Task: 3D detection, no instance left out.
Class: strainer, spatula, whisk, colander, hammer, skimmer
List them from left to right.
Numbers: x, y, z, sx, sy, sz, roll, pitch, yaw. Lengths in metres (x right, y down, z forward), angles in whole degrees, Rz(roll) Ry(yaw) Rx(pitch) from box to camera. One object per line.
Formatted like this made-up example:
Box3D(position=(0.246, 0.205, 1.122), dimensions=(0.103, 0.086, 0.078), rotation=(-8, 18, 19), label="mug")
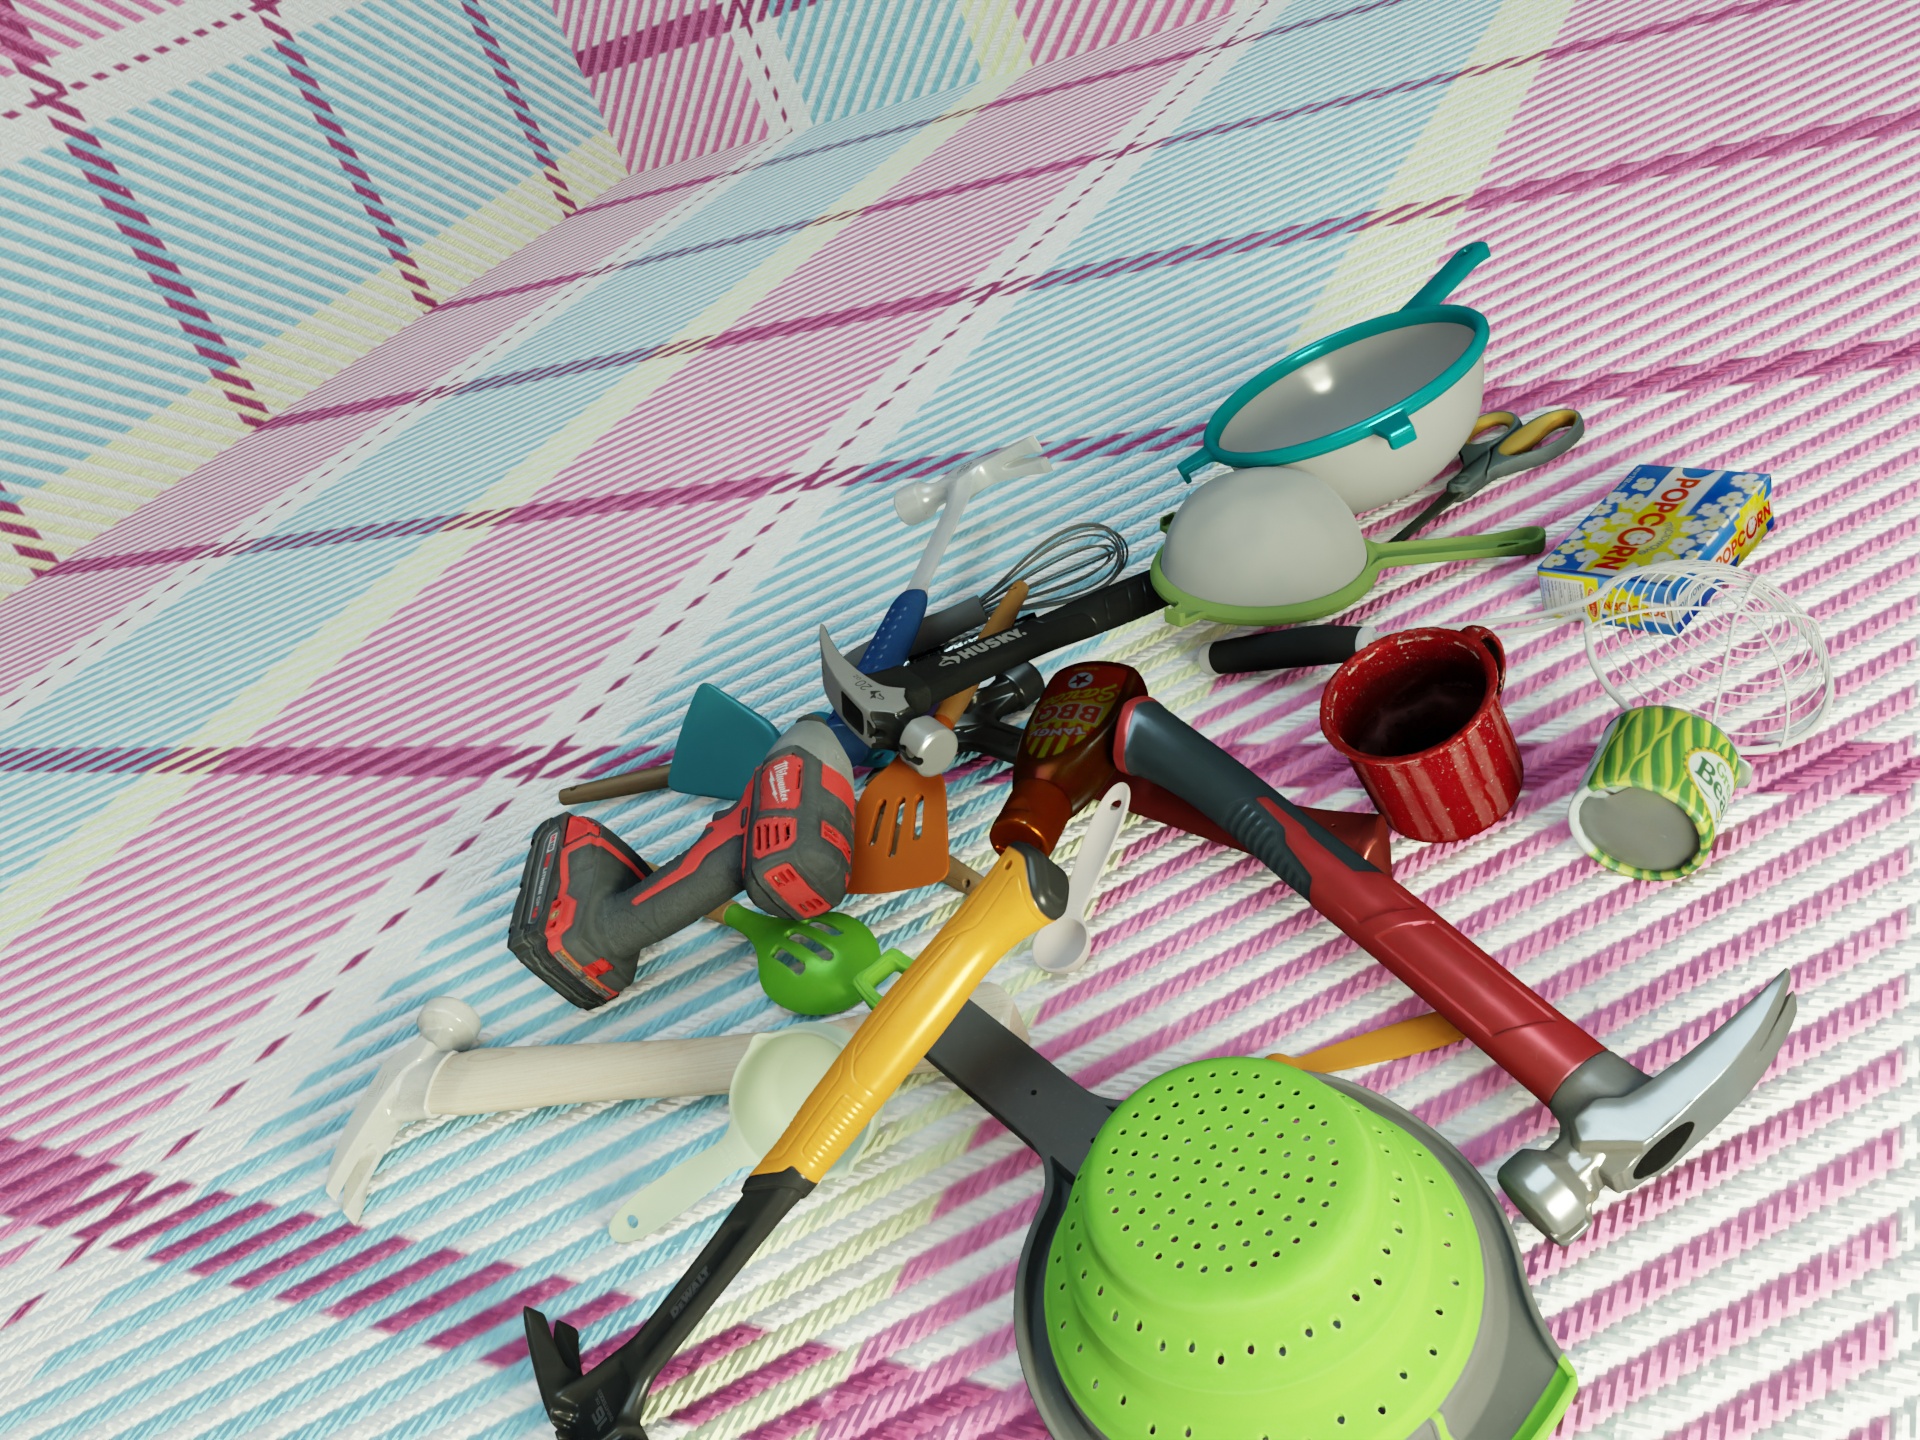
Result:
Box3D(position=(-0.161, 0.200, 0.881), dimensions=(0.410, 0.038, 0.146), rotation=(-10, 35, 21), label="hammer")
Box3D(position=(-0.153, 0.026, 1.161), dimensions=(0.316, 0.018, 0.060), rotation=(-12, 33, 15), label="spatula")
Box3D(position=(-0.070, 0.190, 0.729), dimensions=(0.337, 0.034, 0.127), rotation=(-50, 34, -5), label="hammer")
Box3D(position=(-0.088, 0.057, 1.045), dimensions=(0.318, 0.044, 0.082), rotation=(24, 97, 47), label="spatula")
Box3D(position=(-0.029, -0.098, 1.180), dimensions=(0.144, 0.035, 0.406), rotation=(-20, 27, 26), label="hammer")
Box3D(position=(-0.002, -0.003, 1.040), dimensions=(0.081, 0.041, 0.323), rotation=(-9, 29, 26), label="spatula")
Box3D(position=(0.014, -0.085, 1.196), dimensions=(0.239, 0.055, 0.055), rotation=(-24, 30, 7), label="whisk")
Box3D(position=(0.060, -0.063, 1.059), dimensions=(0.335, 0.035, 0.146), rotation=(-23, 40, -31), label="hammer")
Box3D(position=(0.062, 0.173, 0.679), dimensions=(0.204, 0.094, 0.397), rotation=(-37, 39, -20), label="colander")
Box3D(position=(0.098, 0.044, 0.950), dimensions=(0.149, 0.036, 0.359), rotation=(-39, 34, -25), label="hammer")
Box3D(position=(0.251, -0.129, 1.041), dimensions=(0.256, 0.069, 0.152), rotation=(-4, 32, 9), label="strainer")
Box3D(position=(0.201, 0.074, 0.773), dimensions=(0.143, 0.038, 0.387), rotation=(-39, 38, -5), label="hammer")
Box3D(position=(0.327, -0.246, 1.184), dimensions=(0.211, 0.095, 0.340), rotation=(-2, 35, 48), label="strainer")
Box3D(position=(0.304, -0.029, 0.934), dimensions=(0.363, 0.090, 0.127), rotation=(-5, 41, 46), label="skimmer")

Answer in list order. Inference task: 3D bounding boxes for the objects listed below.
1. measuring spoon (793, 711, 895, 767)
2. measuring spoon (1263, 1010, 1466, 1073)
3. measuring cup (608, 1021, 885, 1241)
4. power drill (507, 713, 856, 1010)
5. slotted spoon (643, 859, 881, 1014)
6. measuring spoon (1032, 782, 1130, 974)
Box3D(position=(-0.082, 0.012, 1.084), dimensions=(0.042, 0.021, 0.129), rotation=(-38, 25, -22), label="measuring spoon")
Box3D(position=(0.195, 0.149, 0.745), dimensions=(0.117, 0.011, 0.021), rotation=(-18, 31, 9), label="measuring spoon")
Box3D(position=(-0.110, 0.216, 0.813), dimensions=(0.167, 0.083, 0.038), rotation=(-36, -7, 13), label="measuring cup")
Box3D(position=(-0.161, 0.080, 0.972), dimensions=(0.219, 0.078, 0.143), rotation=(-24, 39, 20), label="power drill")
Box3D(position=(-0.161, 0.119, 1.016), dimensions=(0.314, 0.031, 0.070), rotation=(14, 51, 48), label="slotted spoon")
Box3D(position=(0.074, 0.089, 0.888), dimensions=(0.034, 0.018, 0.124), rotation=(0, 54, 37), label="measuring spoon")
